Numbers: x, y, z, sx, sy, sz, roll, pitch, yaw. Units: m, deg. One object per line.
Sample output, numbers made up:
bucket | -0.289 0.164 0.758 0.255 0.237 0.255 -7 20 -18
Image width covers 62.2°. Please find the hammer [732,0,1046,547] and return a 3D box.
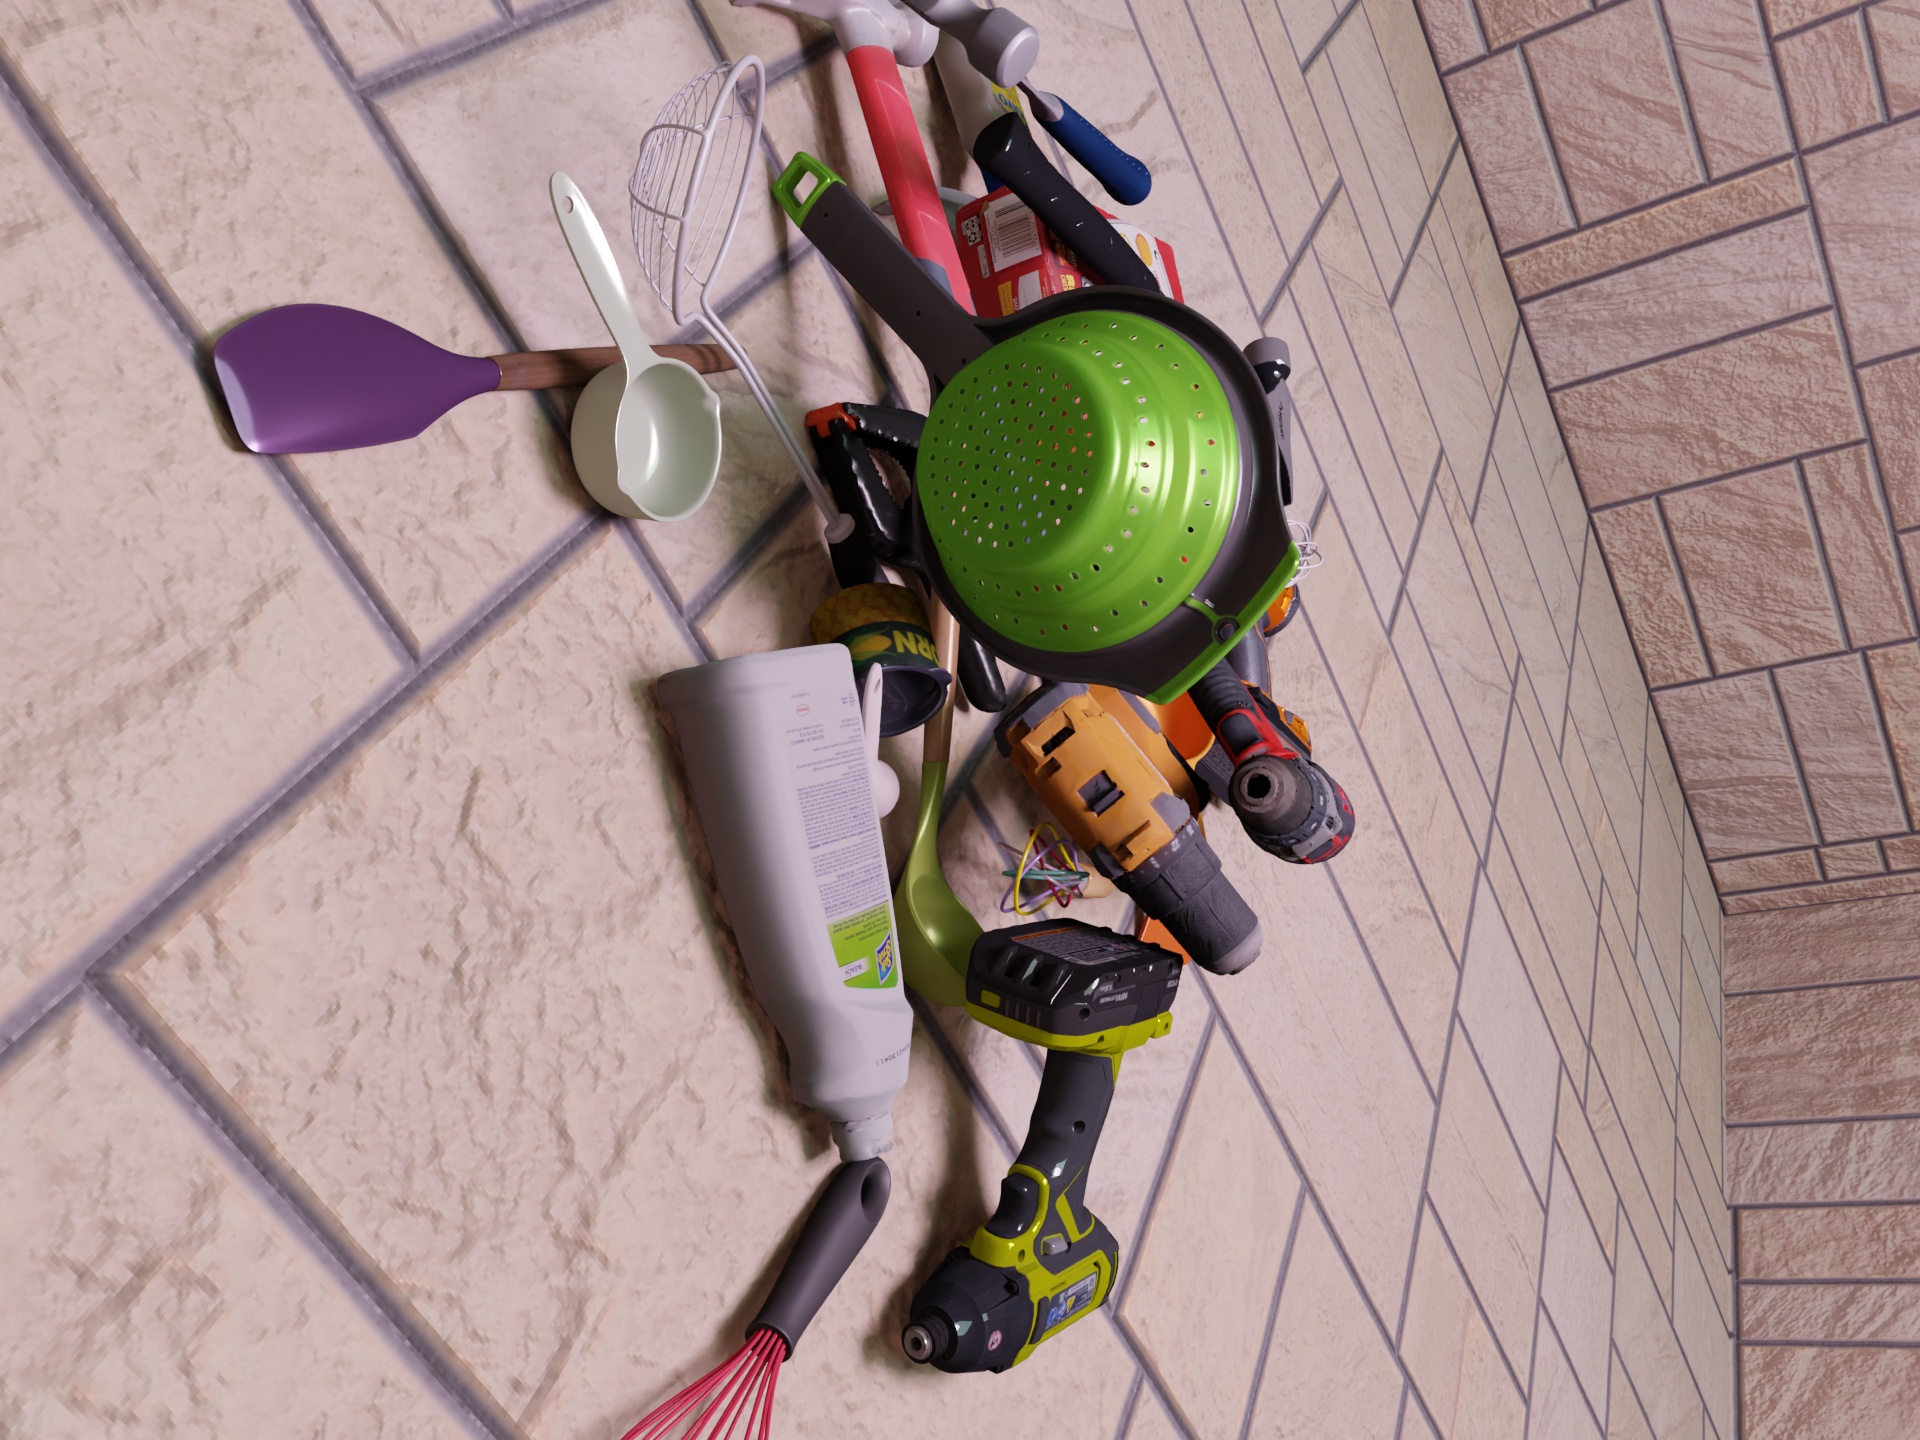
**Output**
hammer | -0.023 -0.265 0.950 0.143 0.038 0.386 -10 80 -46

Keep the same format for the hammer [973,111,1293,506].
hammer | 0.131 -0.271 1.056 0.408 0.036 0.149 26 56 -51

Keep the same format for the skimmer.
skimmer | -0.066 -0.156 0.830 0.362 0.090 0.127 61 27 -33

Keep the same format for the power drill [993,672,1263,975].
power drill | 0.103 0.054 0.932 0.185 0.084 0.226 50 7 1

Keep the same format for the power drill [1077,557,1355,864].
power drill | 0.161 -0.012 0.995 0.227 0.080 0.187 59 13 20

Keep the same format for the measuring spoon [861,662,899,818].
measuring spoon | -0.041 0.013 0.838 0.124 0.018 0.034 94 18 -52

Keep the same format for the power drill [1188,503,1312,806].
power drill | 0.213 -0.063 1.268 0.164 0.084 0.227 38 45 -41

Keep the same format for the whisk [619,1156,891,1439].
whisk | -0.092 0.285 0.691 0.073 0.073 0.296 67 27 -15

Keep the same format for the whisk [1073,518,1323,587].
whisk | 0.176 -0.117 1.190 0.246 0.059 0.057 -9 122 -33

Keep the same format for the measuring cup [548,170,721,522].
measuring cup | -0.162 -0.168 0.728 0.083 0.038 0.167 -54 138 -40

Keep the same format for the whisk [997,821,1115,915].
whisk | 0.067 0.092 0.959 0.245 0.051 0.047 25 52 -73

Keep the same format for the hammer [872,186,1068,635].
hammer | 0.035 -0.178 1.072 0.149 0.037 0.359 -15 91 -58

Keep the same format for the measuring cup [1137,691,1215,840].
measuring cup | 0.138 0.036 1.114 0.095 0.052 0.174 3 71 -35

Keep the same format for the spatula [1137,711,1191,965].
spatula | 0.143 0.019 1.182 0.081 0.041 0.323 18 59 -52

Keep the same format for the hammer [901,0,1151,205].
hammer | 0.047 -0.399 1.013 0.144 0.035 0.405 41 17 14

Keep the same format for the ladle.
ladle | -0.001 -0.003 0.888 0.078 0.062 0.320 20 72 -62

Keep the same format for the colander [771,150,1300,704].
colander | -0.002 -0.181 0.820 0.397 0.204 0.094 50 21 23

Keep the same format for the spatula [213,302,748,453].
spatula | -0.197 -0.161 0.723 0.316 0.018 0.060 -24 100 -57

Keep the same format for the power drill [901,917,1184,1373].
power drill | 0.040 0.226 0.841 0.171 0.080 0.223 2 100 -58
